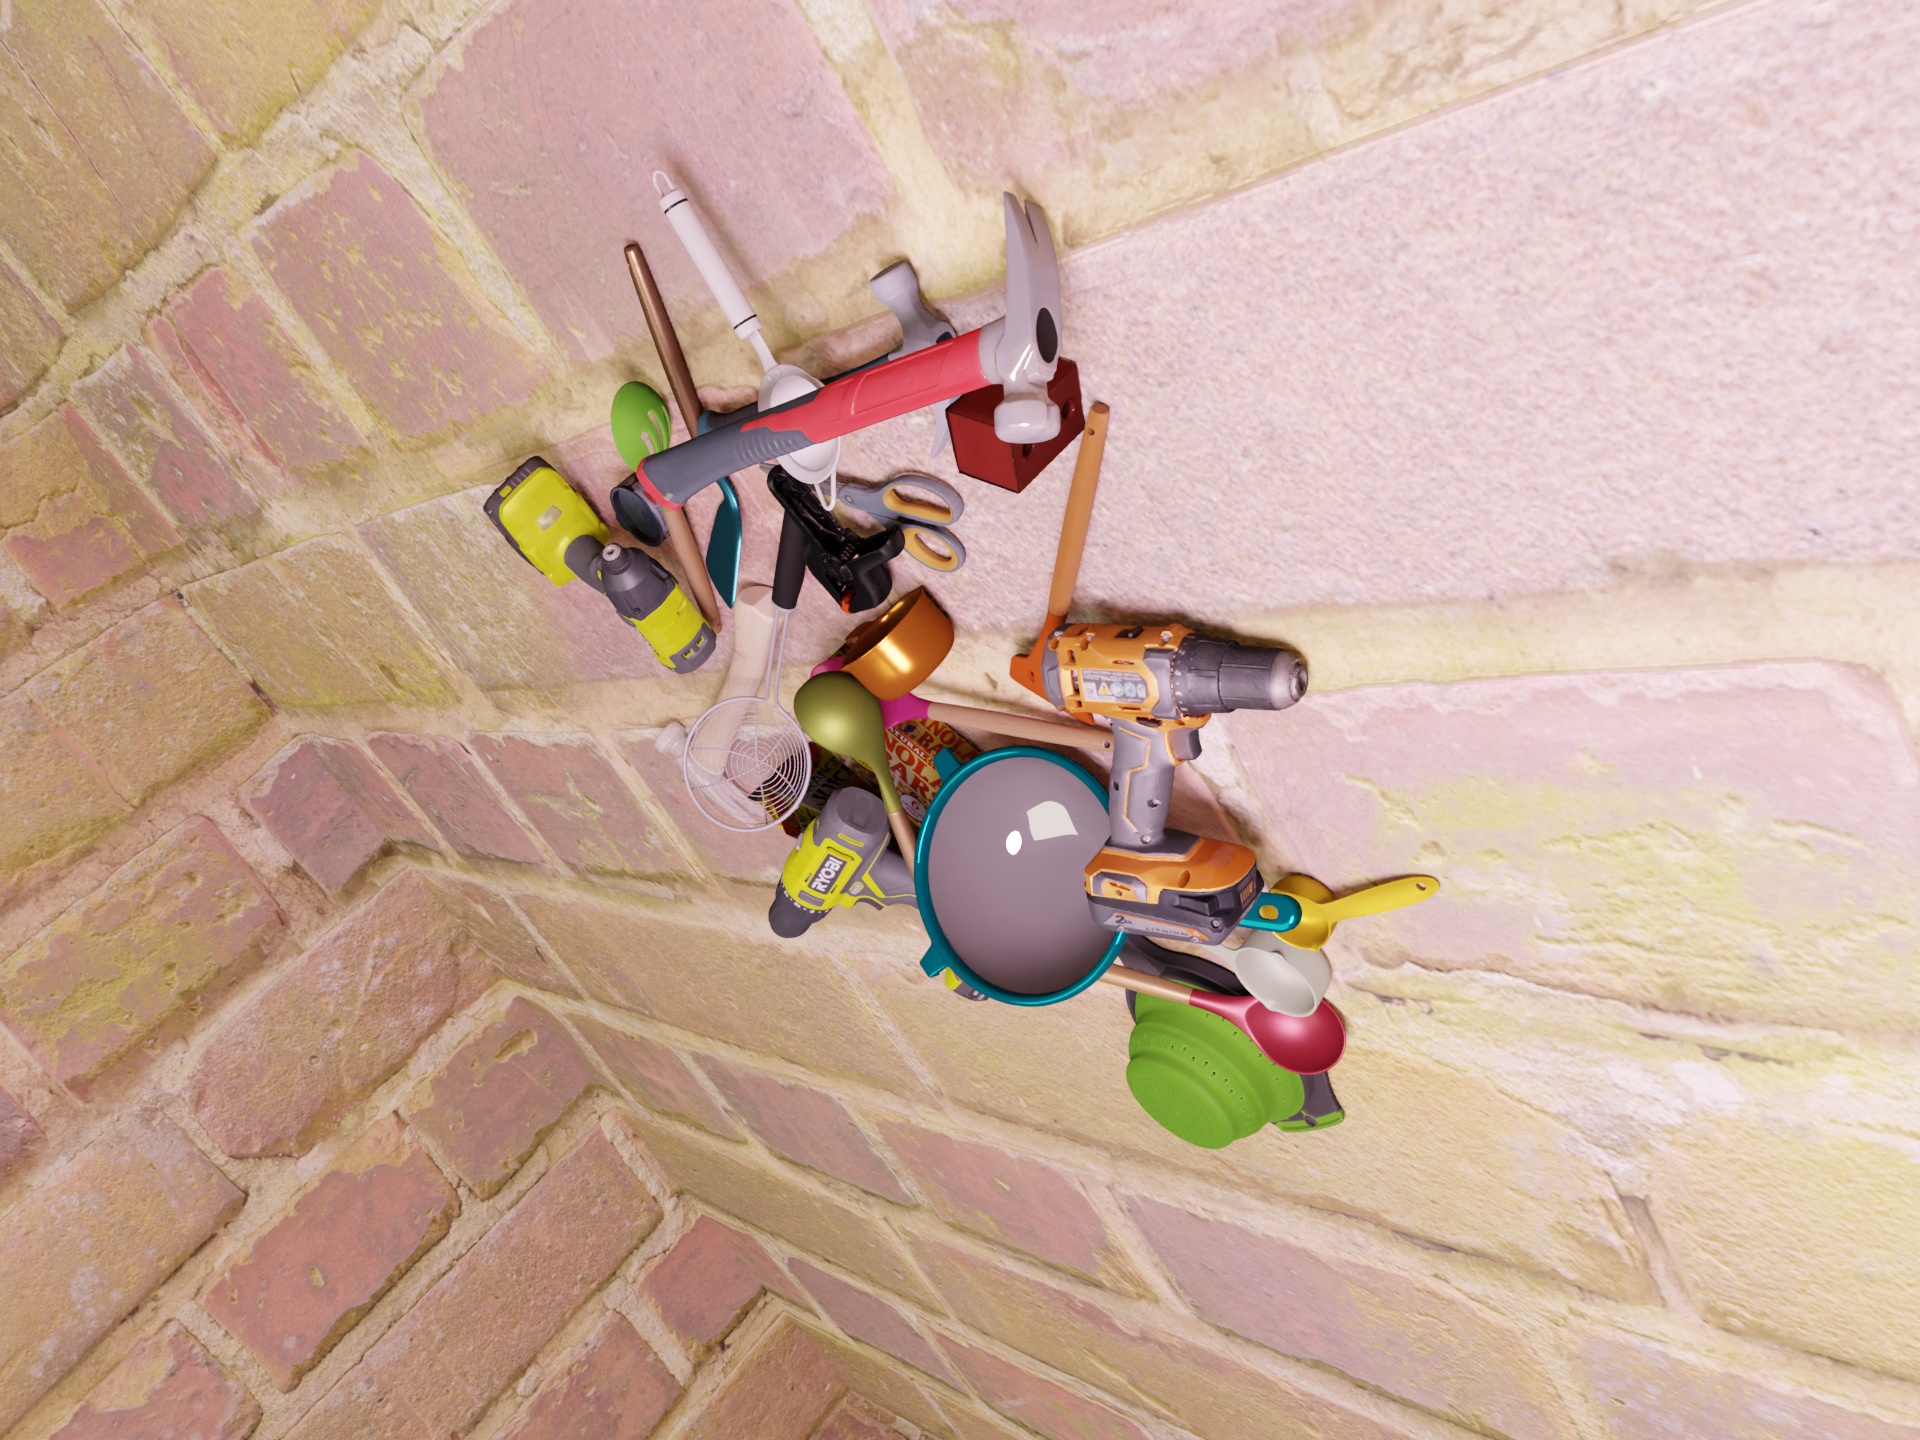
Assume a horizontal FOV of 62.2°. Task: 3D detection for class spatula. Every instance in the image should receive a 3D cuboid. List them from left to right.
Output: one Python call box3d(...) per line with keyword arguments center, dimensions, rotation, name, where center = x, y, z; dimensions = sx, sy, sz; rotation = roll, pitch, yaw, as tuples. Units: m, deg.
box3d(center=(-0.228, -0.240, 1.313), dimensions=(0.082, 0.044, 0.317), rotation=(54, 164, 49), name="spatula")
box3d(center=(0.078, -0.101, 1.133), dimensions=(0.081, 0.041, 0.322), rotation=(32, 144, 18), name="spatula")

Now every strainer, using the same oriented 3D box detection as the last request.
box3d(center=(-0.142, -0.269, 1.111), dimensions=(0.087, 0.050, 0.258), rotation=(-18, 106, 52), name="strainer")
box3d(center=(0.124, 0.130, 1.283), dimensions=(0.340, 0.095, 0.211), rotation=(5, 92, 33), name="strainer")

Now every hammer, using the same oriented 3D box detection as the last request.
box3d(center=(-0.221, -0.014, 1.604), dimensions=(0.146, 0.038, 0.410), rotation=(41, 150, 3), name="hammer")
box3d(center=(-0.106, -0.238, 1.176), dimensions=(0.331, 0.033, 0.128), rotation=(-3, 125, 53), name="hammer")
box3d(center=(-0.088, -0.215, 1.039), dimensions=(0.386, 0.038, 0.143), rotation=(-8, 82, 44), name="hammer")

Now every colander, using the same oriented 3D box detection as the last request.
box3d(center=(0.157, 0.253, 1.409), dimensions=(0.397, 0.094, 0.204), rotation=(45, 151, -2), name="colander")

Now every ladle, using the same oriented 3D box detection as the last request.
box3d(center=(-0.058, 0.098, 1.360), dimensions=(0.062, 0.078, 0.320), rotation=(-7, 120, 26), name="ladle")
box3d(center=(0.170, 0.228, 1.345), dimensions=(0.315, 0.069, 0.031), rotation=(14, -175, 19), name="ladle")

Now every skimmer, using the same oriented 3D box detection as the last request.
box3d(center=(-0.176, -0.044, 1.404), dimensions=(0.127, 0.090, 0.363), rotation=(26, 138, 9), name="skimmer")

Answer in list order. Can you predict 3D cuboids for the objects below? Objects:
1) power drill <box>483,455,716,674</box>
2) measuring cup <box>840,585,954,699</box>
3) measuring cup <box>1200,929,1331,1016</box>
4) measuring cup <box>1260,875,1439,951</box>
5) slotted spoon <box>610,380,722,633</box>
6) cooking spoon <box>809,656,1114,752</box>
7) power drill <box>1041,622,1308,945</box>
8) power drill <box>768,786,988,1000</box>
box3d(center=(-0.336, -0.149, 1.475), dimensions=(0.223, 0.080, 0.171), rotation=(36, 167, 30), name="power drill")
box3d(center=(-0.058, -0.058, 1.315), dimensions=(0.052, 0.095, 0.174), rotation=(46, 170, -12), name="measuring cup")
box3d(center=(0.224, 0.177, 1.290), dimensions=(0.168, 0.038, 0.083), rotation=(30, 148, 27), name="measuring cup")
box3d(center=(0.289, 0.129, 1.169), dimensions=(0.156, 0.029, 0.062), rotation=(-25, 106, 47), name="measuring cup")
box3d(center=(-0.252, -0.177, 1.424), dimensions=(0.031, 0.070, 0.313), rotation=(16, 149, 17), name="slotted spoon")
box3d(center=(-0.002, -0.004, 1.311), dimensions=(0.319, 0.017, 0.068), rotation=(11, 102, 34), name="cooking spoon")
box3d(center=(0.159, 0.041, 1.112), dimensions=(0.185, 0.084, 0.226), rotation=(4, 115, 33), name="power drill")
box3d(center=(-0.057, 0.172, 1.477), dimensions=(0.228, 0.080, 0.190), rotation=(25, 131, -11), name="power drill")
